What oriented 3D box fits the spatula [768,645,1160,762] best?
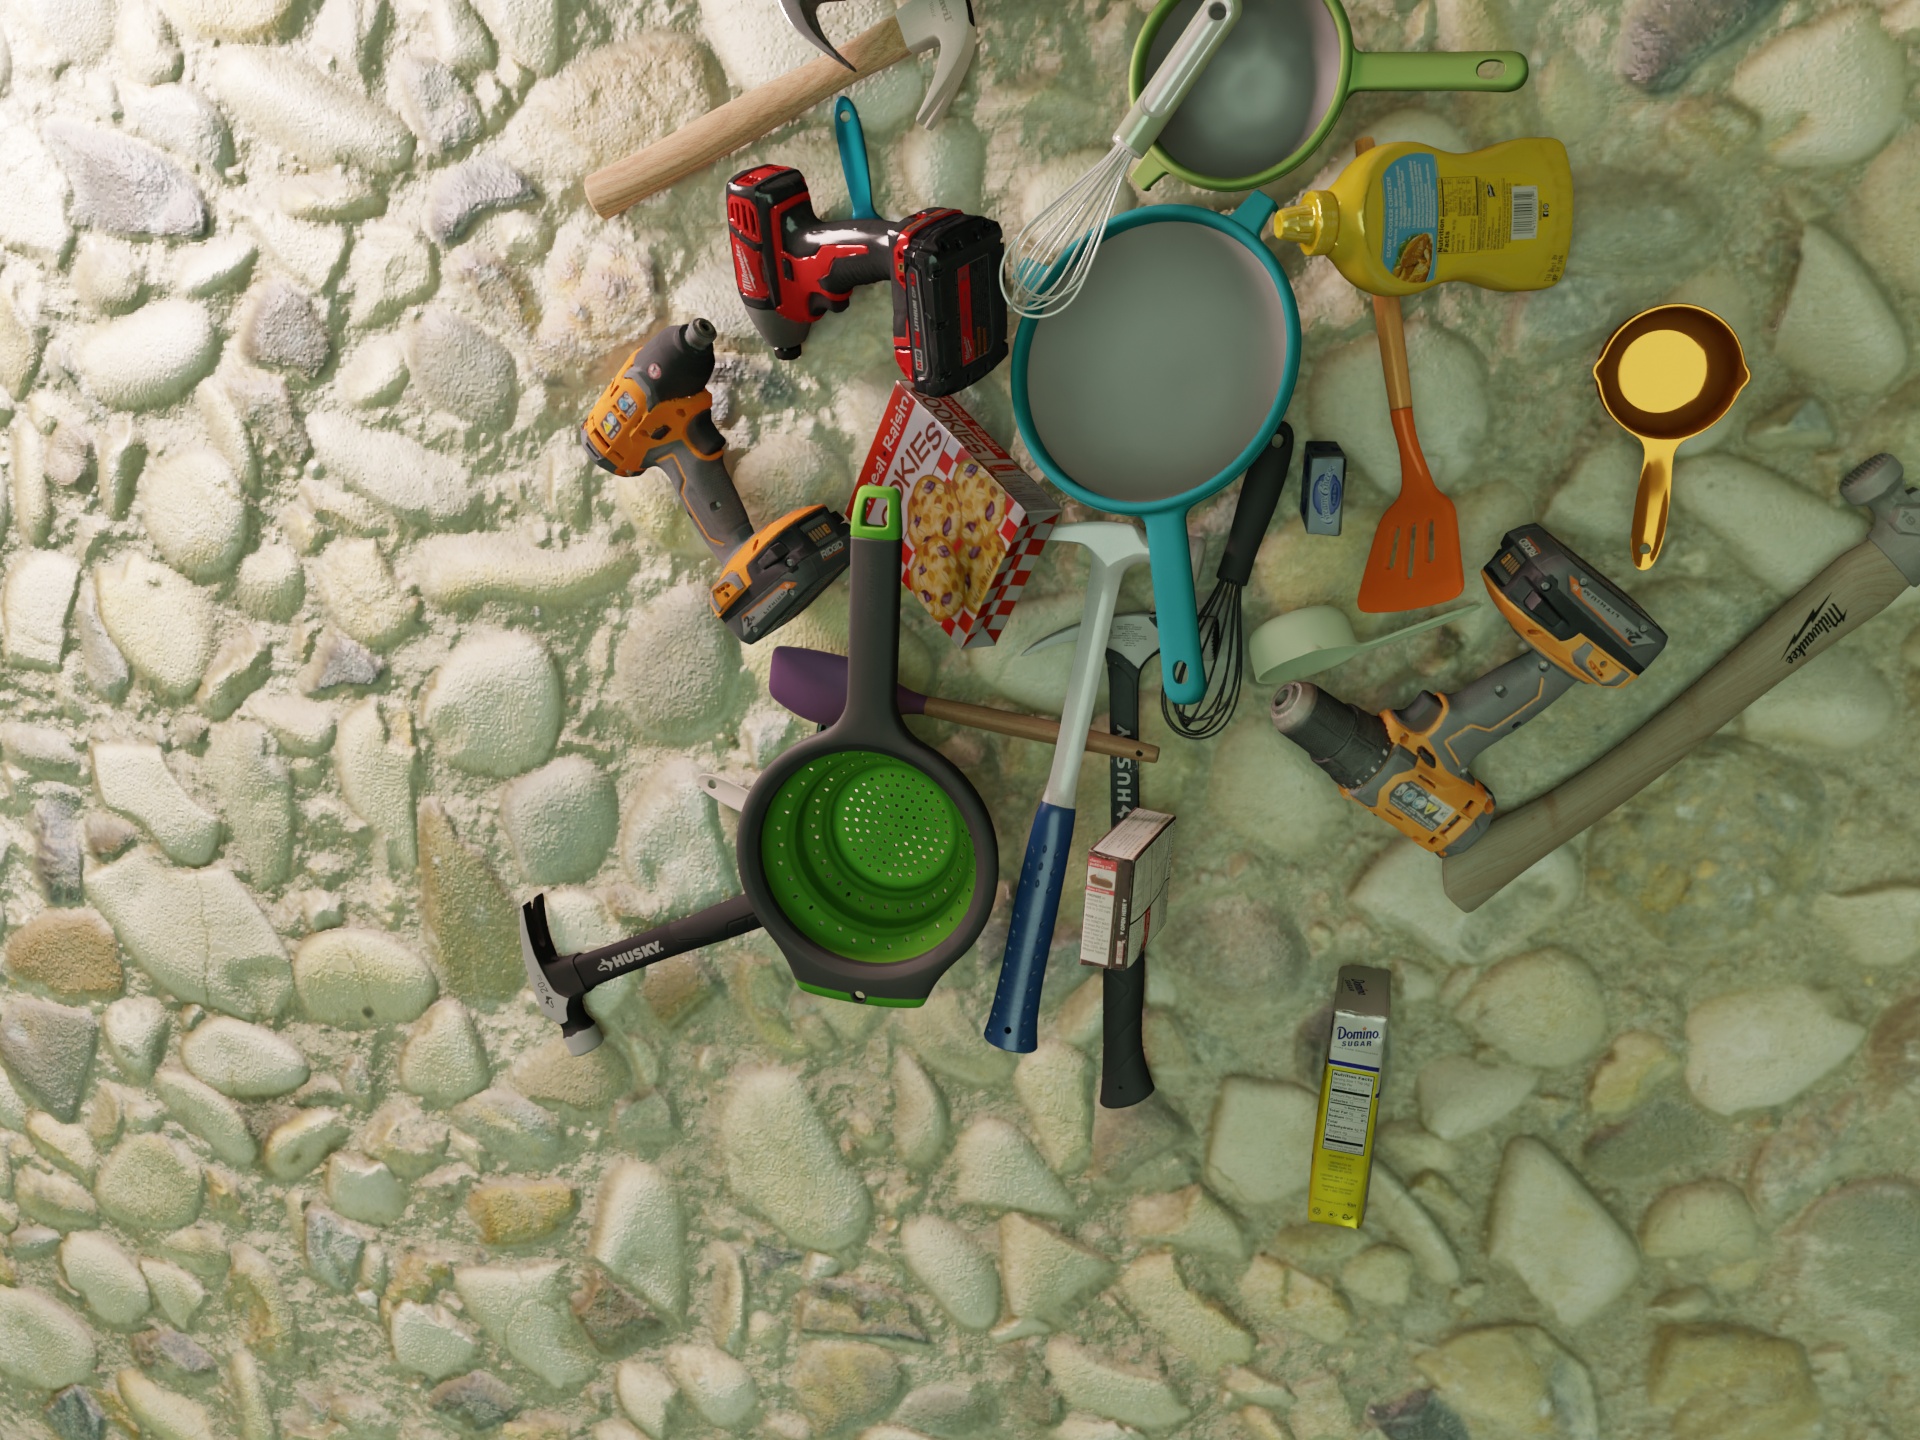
[{"bbox_3d":[-0.002,-0.004,1.228,0.316,0.018,0.059,11,107,14],"label":"spatula"}]

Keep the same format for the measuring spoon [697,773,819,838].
[{"bbox_3d":[-0.166,0.071,1.335,0.124,0.018,0.034,24,109,17],"label":"measuring spoon"}]

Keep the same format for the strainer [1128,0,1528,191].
[{"bbox_3d":[0.242,-0.421,1.050,0.256,0.069,0.151,9,100,22],"label":"strainer"}]

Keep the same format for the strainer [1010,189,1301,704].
[{"bbox_3d":[0.153,-0.179,1.107,0.211,0.095,0.340,-8,86,29],"label":"strainer"}]

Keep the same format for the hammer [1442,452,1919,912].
[{"bbox_3d":[0.512,0.007,1.106,0.146,0.038,0.410,47,112,0],"label":"hammer"}]

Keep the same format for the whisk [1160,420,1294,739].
[{"bbox_3d":[0.198,-0.101,1.140,0.055,0.055,0.239,17,89,12],"label":"whisk"}]

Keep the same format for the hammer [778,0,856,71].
[{"bbox_3d":[0.024,-0.512,1.073,0.331,0.033,0.128,7,97,21],"label":"hammer"}]

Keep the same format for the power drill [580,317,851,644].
[{"bbox_3d":[-0.181,-0.188,1.215,0.226,0.084,0.164,52,135,0],"label":"power drill"}]

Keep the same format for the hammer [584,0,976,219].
[{"bbox_3d":[-0.139,-0.454,1.179,0.331,0.031,0.130,-19,89,22],"label":"hammer"}]

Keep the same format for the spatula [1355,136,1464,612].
[{"bbox_3d":[0.293,-0.236,1.084,0.081,0.041,0.322,-7,92,46],"label":"spatula"}]

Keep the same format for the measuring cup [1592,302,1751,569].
[{"bbox_3d":[0.465,-0.190,1.062,0.095,0.052,0.173,6,107,15],"label":"measuring cup"}]

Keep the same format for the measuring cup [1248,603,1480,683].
[{"bbox_3d":[0.288,-0.070,1.145,0.167,0.083,0.038,-18,77,3],"label":"measuring cup"}]

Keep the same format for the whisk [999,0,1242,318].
[{"bbox_3d":[0.106,-0.373,1.055,0.058,0.059,0.246,37,106,4],"label":"whisk"}]

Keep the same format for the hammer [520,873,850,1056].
[{"bbox_3d":[-0.232,0.177,1.367,0.335,0.035,0.146,-22,97,20],"label":"hammer"}]

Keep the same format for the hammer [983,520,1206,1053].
[{"bbox_3d":[0.070,0.050,1.185,0.144,0.035,0.405,13,100,12],"label":"hammer"}]

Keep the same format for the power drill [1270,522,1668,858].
[{"bbox_3d":[0.342,-0.027,1.099,0.185,0.084,0.226,32,114,-19],"label":"power drill"}]

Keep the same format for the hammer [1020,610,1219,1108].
[{"bbox_3d":[0.124,0.116,1.248,0.149,0.036,0.408,3,105,17],"label":"hammer"}]

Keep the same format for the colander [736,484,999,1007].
[{"bbox_3d":[-0.058,0.017,1.208,0.204,0.094,0.397,6,106,13],"label":"colander"}]

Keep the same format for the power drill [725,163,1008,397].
[{"bbox_3d":[-0.075,-0.311,1.147,0.220,0.078,0.143,23,134,32],"label":"power drill"}]

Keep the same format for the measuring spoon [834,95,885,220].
[{"bbox_3d":[-0.079,-0.399,1.184,0.042,0.021,0.128,-7,101,18],"label":"measuring spoon"}]
